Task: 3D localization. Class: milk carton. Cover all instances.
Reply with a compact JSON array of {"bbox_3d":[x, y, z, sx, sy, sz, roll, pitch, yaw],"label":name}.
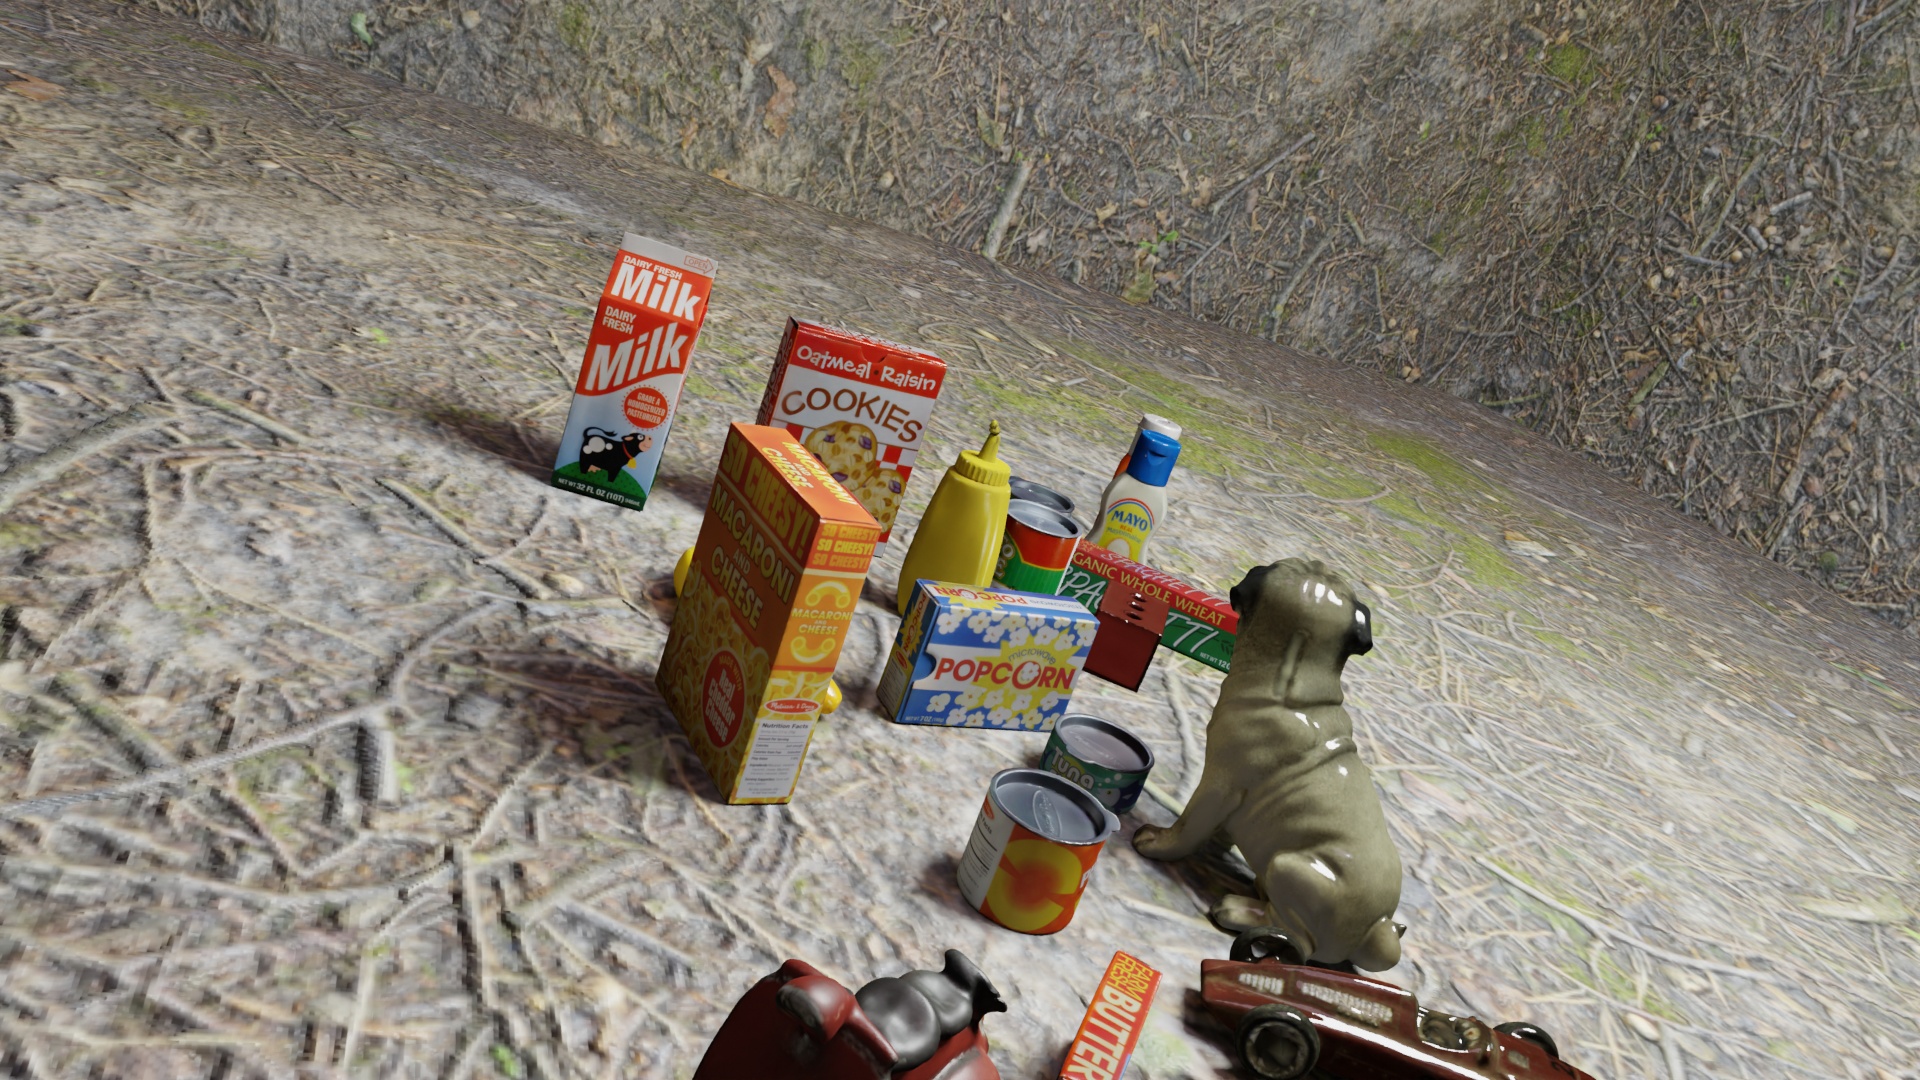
[{"bbox_3d":[-0.239,-0.127,1.025,0.072,0.189,0.074,17,19,-11],"label":"milk carton"}]

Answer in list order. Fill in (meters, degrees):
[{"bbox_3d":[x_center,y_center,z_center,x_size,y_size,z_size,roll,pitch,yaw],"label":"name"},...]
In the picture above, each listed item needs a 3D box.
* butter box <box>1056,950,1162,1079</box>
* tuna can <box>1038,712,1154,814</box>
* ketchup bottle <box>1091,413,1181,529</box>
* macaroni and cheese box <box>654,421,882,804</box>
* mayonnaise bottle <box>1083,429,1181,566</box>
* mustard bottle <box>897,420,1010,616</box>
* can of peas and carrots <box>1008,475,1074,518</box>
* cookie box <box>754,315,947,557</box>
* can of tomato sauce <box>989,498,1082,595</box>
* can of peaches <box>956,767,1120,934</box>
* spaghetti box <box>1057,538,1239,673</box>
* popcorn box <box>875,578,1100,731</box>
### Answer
[{"bbox_3d":[0.055,0.220,0.579,0.024,0.053,0.104,24,19,13],"label":"butter box"},{"bbox_3d":[0.083,0.139,0.861,0.071,0.032,0.071,18,19,-6],"label":"tuna can"},{"bbox_3d":[0.153,-0.039,1.241,0.043,0.148,0.065,26,19,17],"label":"ketchup bottle"},{"bbox_3d":[-0.107,0.037,0.744,0.040,0.165,0.124,7,23,-35],"label":"macaroni and cheese box"},{"bbox_3d":[0.144,-0.020,1.181,0.065,0.147,0.041,21,18,2],"label":"mayonnaise bottle"},{"bbox_3d":[0.004,-0.013,1.001,0.065,0.159,0.049,22,18,6],"label":"mustard bottle"},{"bbox_3d":[0.058,-0.016,1.220,0.071,0.058,0.071,18,19,-6],"label":"can of peas and carrots"},{"bbox_3d":[-0.095,-0.077,1.069,0.123,0.166,0.040,11,20,-25],"label":"cookie box"},{"bbox_3d":[0.048,0.018,1.080,0.071,0.082,0.071,18,19,-6],"label":"can of tomato sauce"},{"bbox_3d":[0.039,0.161,0.718,0.071,0.058,0.071,18,19,-6],"label":"can of peaches"},{"bbox_3d":[0.180,0.062,1.142,0.250,0.050,0.029,24,19,10],"label":"spaghetti box"},{"bbox_3d":[0.019,0.075,0.890,0.127,0.085,0.038,8,22,-32],"label":"popcorn box"}]
